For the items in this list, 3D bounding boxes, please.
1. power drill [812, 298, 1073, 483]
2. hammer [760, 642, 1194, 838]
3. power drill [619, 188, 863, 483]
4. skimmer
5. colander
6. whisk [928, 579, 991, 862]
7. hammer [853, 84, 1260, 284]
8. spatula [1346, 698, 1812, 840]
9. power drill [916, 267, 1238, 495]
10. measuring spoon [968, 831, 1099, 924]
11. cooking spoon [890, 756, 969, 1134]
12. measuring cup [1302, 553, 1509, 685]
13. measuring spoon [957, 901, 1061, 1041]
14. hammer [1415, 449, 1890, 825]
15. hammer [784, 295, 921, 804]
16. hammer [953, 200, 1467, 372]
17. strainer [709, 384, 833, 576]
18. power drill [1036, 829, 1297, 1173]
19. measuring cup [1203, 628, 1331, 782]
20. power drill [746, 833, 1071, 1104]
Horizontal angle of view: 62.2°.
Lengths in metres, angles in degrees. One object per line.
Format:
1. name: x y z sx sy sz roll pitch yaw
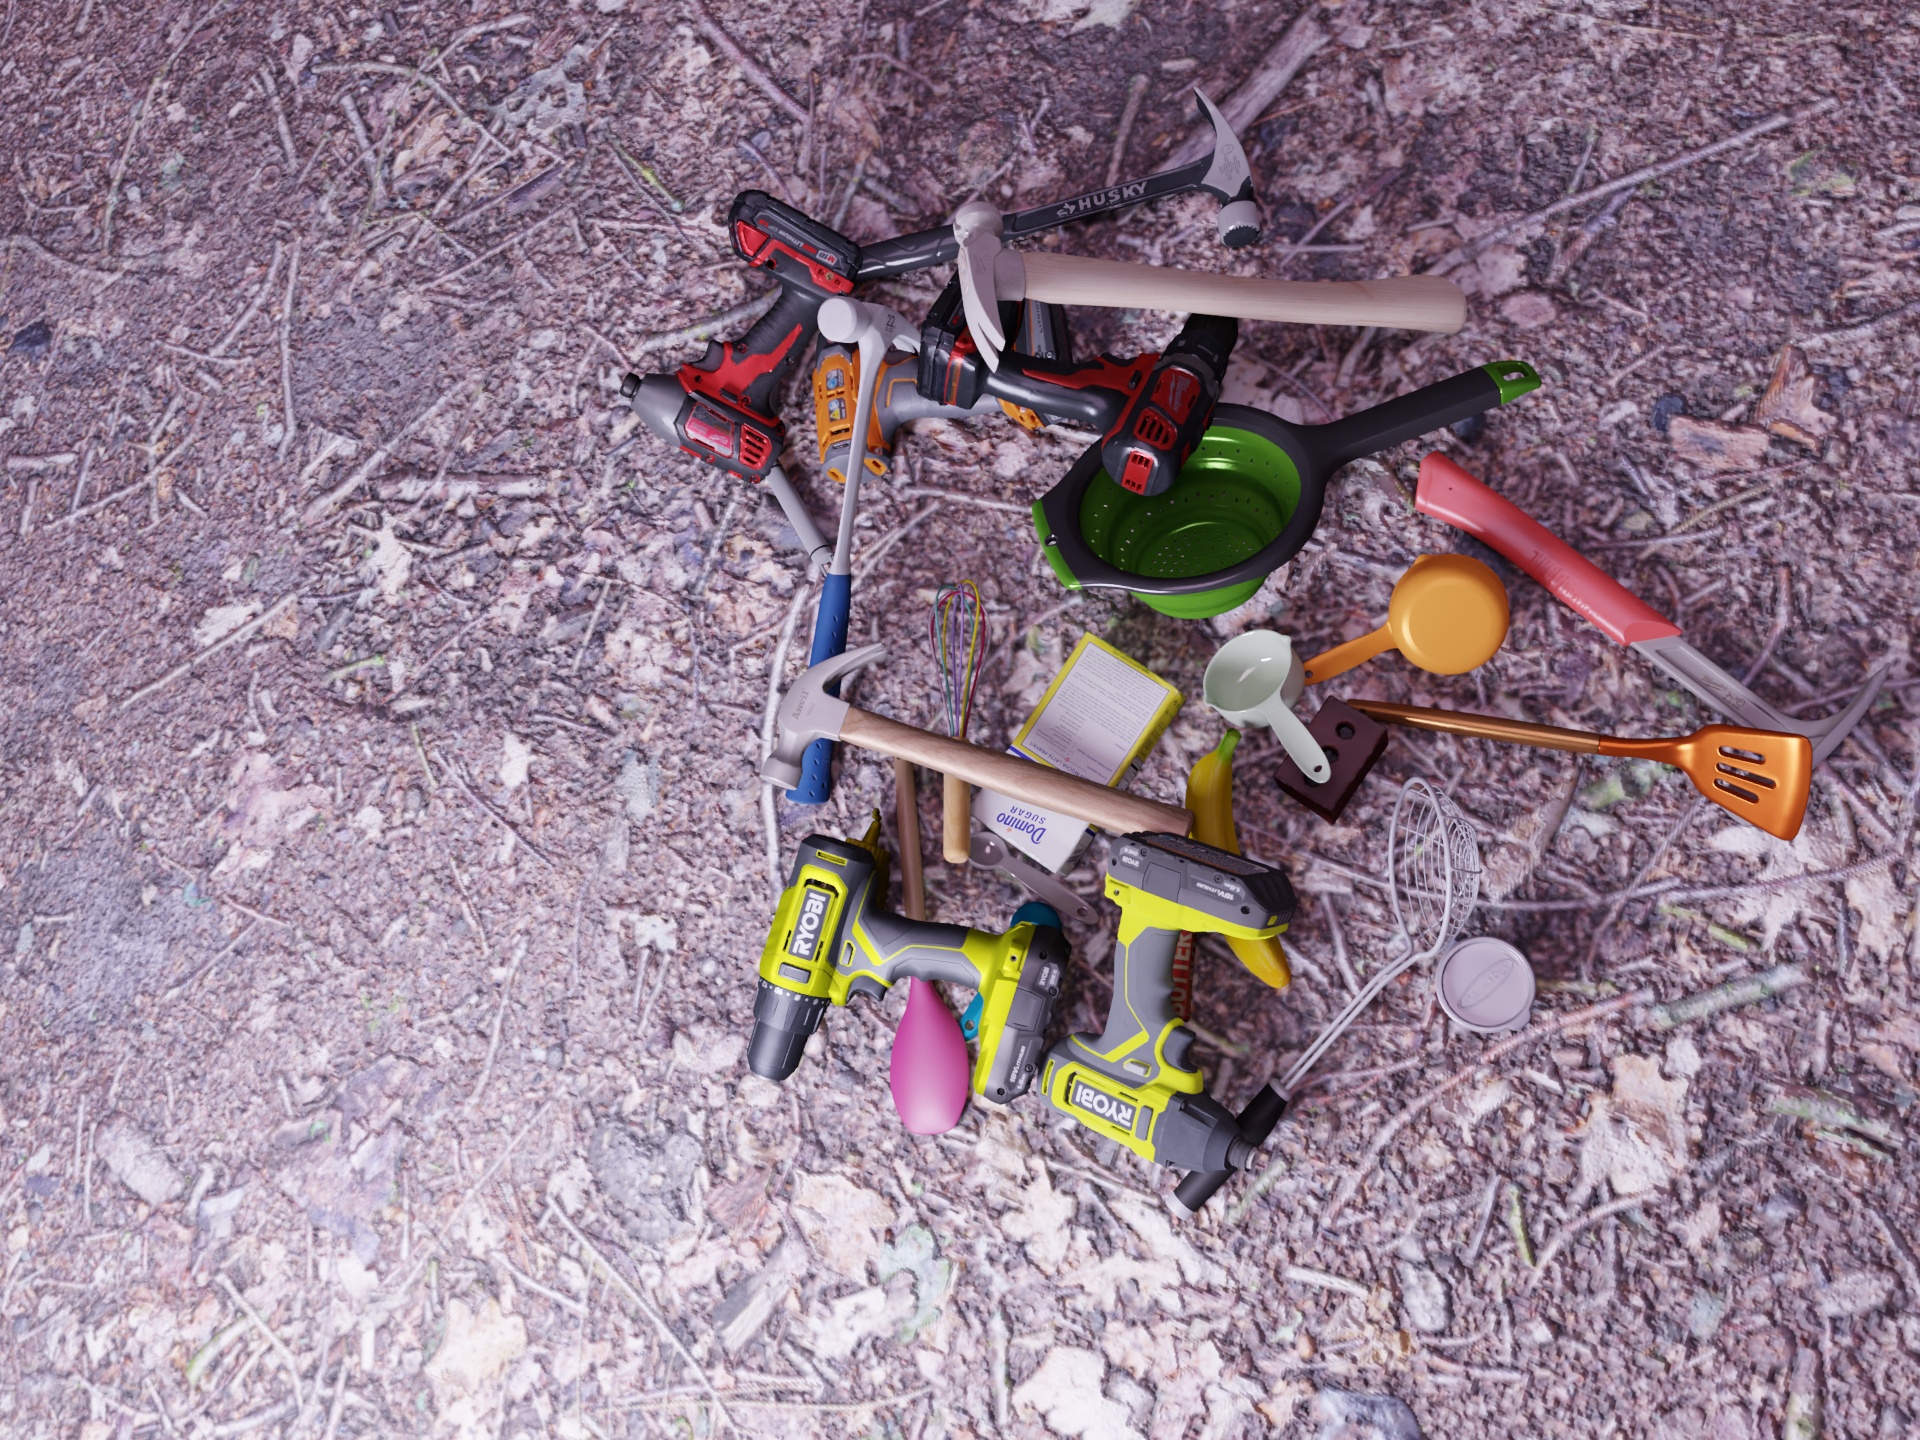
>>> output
1. power drill: -0.022 -0.307 1.369 0.226 0.084 0.164 -12 73 17
2. hammer: 0.019 0.034 1.232 0.331 0.031 0.130 17 79 8
3. power drill: -0.185 -0.325 1.340 0.143 0.079 0.219 25 97 -18
4. skimmer: 0.251 0.206 1.158 0.090 0.127 0.363 38 97 -9
5. colander: 0.260 -0.176 1.242 0.397 0.094 0.205 -20 49 2
6. whisk: -0.001 -0.005 1.283 0.047 0.051 0.245 -11 64 26
7. hammer: 0.050 -0.443 1.403 0.409 0.036 0.149 -11 73 14
8. spatula: 0.438 0.017 1.157 0.323 0.041 0.081 10 119 27
9. power drill: 0.098 -0.288 1.241 0.227 0.080 0.188 24 61 8
10. measuring spoon: 0.057 0.131 1.274 0.124 0.018 0.034 32 53 15
11. cooking spoon: -0.036 0.171 1.287 0.069 0.017 0.319 -11 73 20
12. measuring cup: 0.331 -0.061 1.208 0.173 0.052 0.095 -26 98 18
13. measuring spoon: 0.034 0.200 1.259 0.042 0.021 0.128 33 88 20
14. hammer: 0.493 -0.092 1.189 0.149 0.036 0.359 -47 70 1
15. hammer: -0.093 -0.131 1.292 0.035 0.144 0.405 15 104 23
16. hammer: 0.202 -0.320 1.222 0.410 0.038 0.146 1 58 -14
17. strainer: -0.171 -0.232 1.415 0.087 0.050 0.259 -37 72 22
18. power drill: 0.157 0.205 1.149 0.171 0.080 0.223 18 100 34
19. measuring cup: 0.244 -0.002 1.204 0.083 0.038 0.168 -39 42 12
20. power drill: -0.045 0.209 1.219 0.228 0.080 0.190 17 90 6
